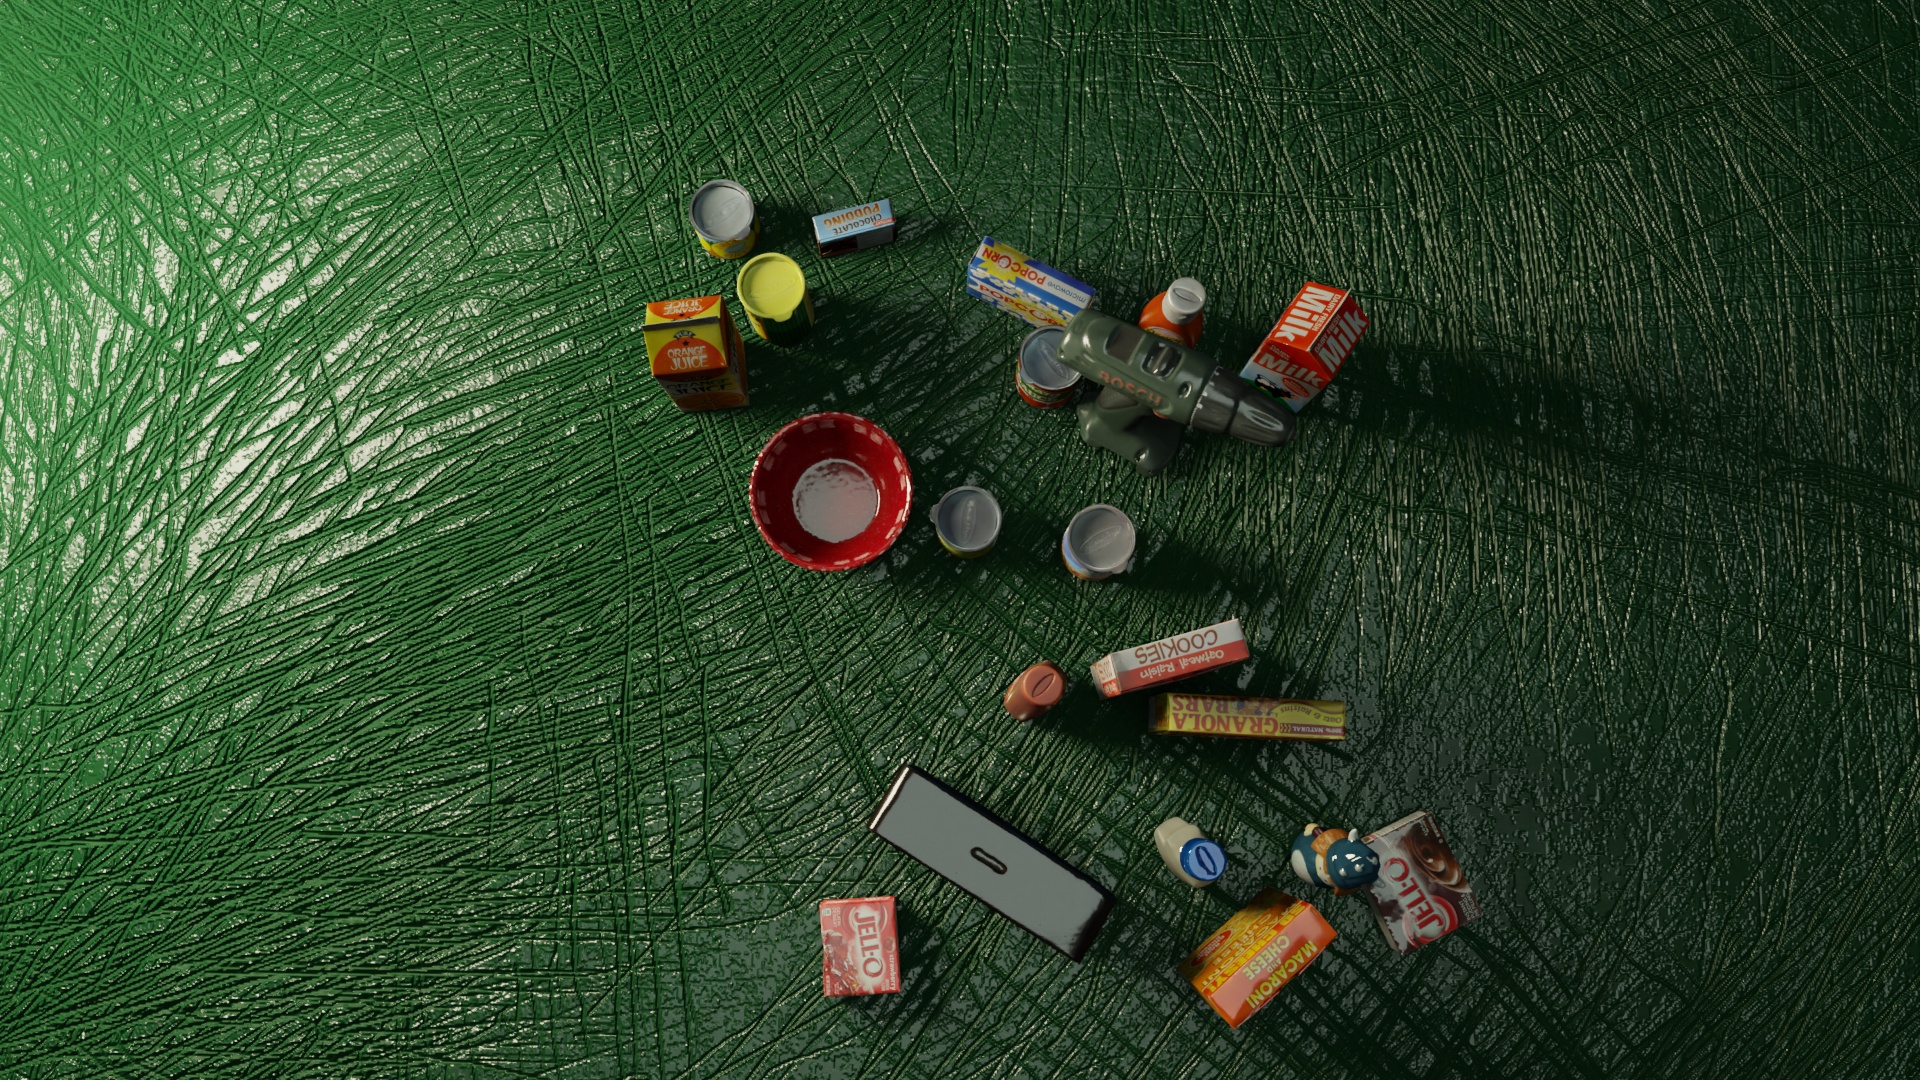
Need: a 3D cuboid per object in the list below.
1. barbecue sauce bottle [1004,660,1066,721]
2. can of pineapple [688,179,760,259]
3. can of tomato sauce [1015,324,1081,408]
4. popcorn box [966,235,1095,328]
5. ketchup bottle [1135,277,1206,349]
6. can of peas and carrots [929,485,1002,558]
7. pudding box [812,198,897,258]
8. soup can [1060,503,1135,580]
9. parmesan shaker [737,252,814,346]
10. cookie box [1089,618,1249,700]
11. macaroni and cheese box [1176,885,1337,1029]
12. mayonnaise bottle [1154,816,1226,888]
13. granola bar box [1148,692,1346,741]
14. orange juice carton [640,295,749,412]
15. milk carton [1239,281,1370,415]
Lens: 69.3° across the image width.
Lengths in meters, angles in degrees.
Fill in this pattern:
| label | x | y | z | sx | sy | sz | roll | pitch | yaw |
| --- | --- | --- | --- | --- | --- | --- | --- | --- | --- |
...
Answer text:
| label | x | y | z | sx | sy | sz | roll | pitch | yaw |
| --- | --- | --- | --- | --- | --- | --- | --- | --- | --- |
| barbecue sauce bottle | 0.074 | 0.141 | 1.318 | 0.044 | 0.148 | 0.065 | 44 | 83 | 5 |
| can of pineapple | -0.242 | -0.329 | 1.434 | 0.071 | 0.058 | 0.071 | 0 | 81 | -1 |
| can of tomato sauce | 0.089 | -0.172 | 1.402 | 0.071 | 0.083 | 0.071 | 0 | 81 | -1 |
| popcorn box | 0.071 | -0.253 | 1.413 | 0.127 | 0.085 | 0.038 | 27 | 82 | 3 |
| ketchup bottle | 0.212 | -0.221 | 1.379 | 0.065 | 0.148 | 0.043 | 22 | 82 | 2 |
| can of peas and carrots | 0.005 | -0.017 | 1.388 | 0.071 | 0.058 | 0.071 | 0 | 81 | -1 |
| pudding box | -0.109 | -0.323 | 1.439 | 0.084 | 0.049 | 0.030 | -15 | 82 | -3 |
| soup can | 0.136 | 0.006 | 1.374 | 0.071 | 0.083 | 0.071 | 0 | 81 | -1 |
| parmesan shaker | -0.183 | -0.238 | 1.397 | 0.071 | 0.103 | 0.071 | 0 | 81 | -1 |
| cookie box | 0.194 | 0.115 | 1.315 | 0.123 | 0.167 | 0.040 | -16 | 82 | -3 |
| macaroni and cheese box | 0.269 | 0.379 | 1.274 | 0.124 | 0.166 | 0.040 | -40 | 84 | -6 |
| mayonnaise bottle | 0.217 | 0.293 | 1.296 | 0.041 | 0.148 | 0.065 | -30 | 83 | -5 |
| granola bar box | 0.270 | 0.170 | 1.329 | 0.166 | 0.124 | 0.039 | 3 | 81 | 0 |
| orange juice carton | -0.255 | -0.183 | 1.342 | 0.072 | 0.192 | 0.073 | -6 | 82 | -2 |
| milk carton | 0.336 | -0.189 | 1.355 | 0.073 | 0.190 | 0.072 | 34 | 83 | 4 |
